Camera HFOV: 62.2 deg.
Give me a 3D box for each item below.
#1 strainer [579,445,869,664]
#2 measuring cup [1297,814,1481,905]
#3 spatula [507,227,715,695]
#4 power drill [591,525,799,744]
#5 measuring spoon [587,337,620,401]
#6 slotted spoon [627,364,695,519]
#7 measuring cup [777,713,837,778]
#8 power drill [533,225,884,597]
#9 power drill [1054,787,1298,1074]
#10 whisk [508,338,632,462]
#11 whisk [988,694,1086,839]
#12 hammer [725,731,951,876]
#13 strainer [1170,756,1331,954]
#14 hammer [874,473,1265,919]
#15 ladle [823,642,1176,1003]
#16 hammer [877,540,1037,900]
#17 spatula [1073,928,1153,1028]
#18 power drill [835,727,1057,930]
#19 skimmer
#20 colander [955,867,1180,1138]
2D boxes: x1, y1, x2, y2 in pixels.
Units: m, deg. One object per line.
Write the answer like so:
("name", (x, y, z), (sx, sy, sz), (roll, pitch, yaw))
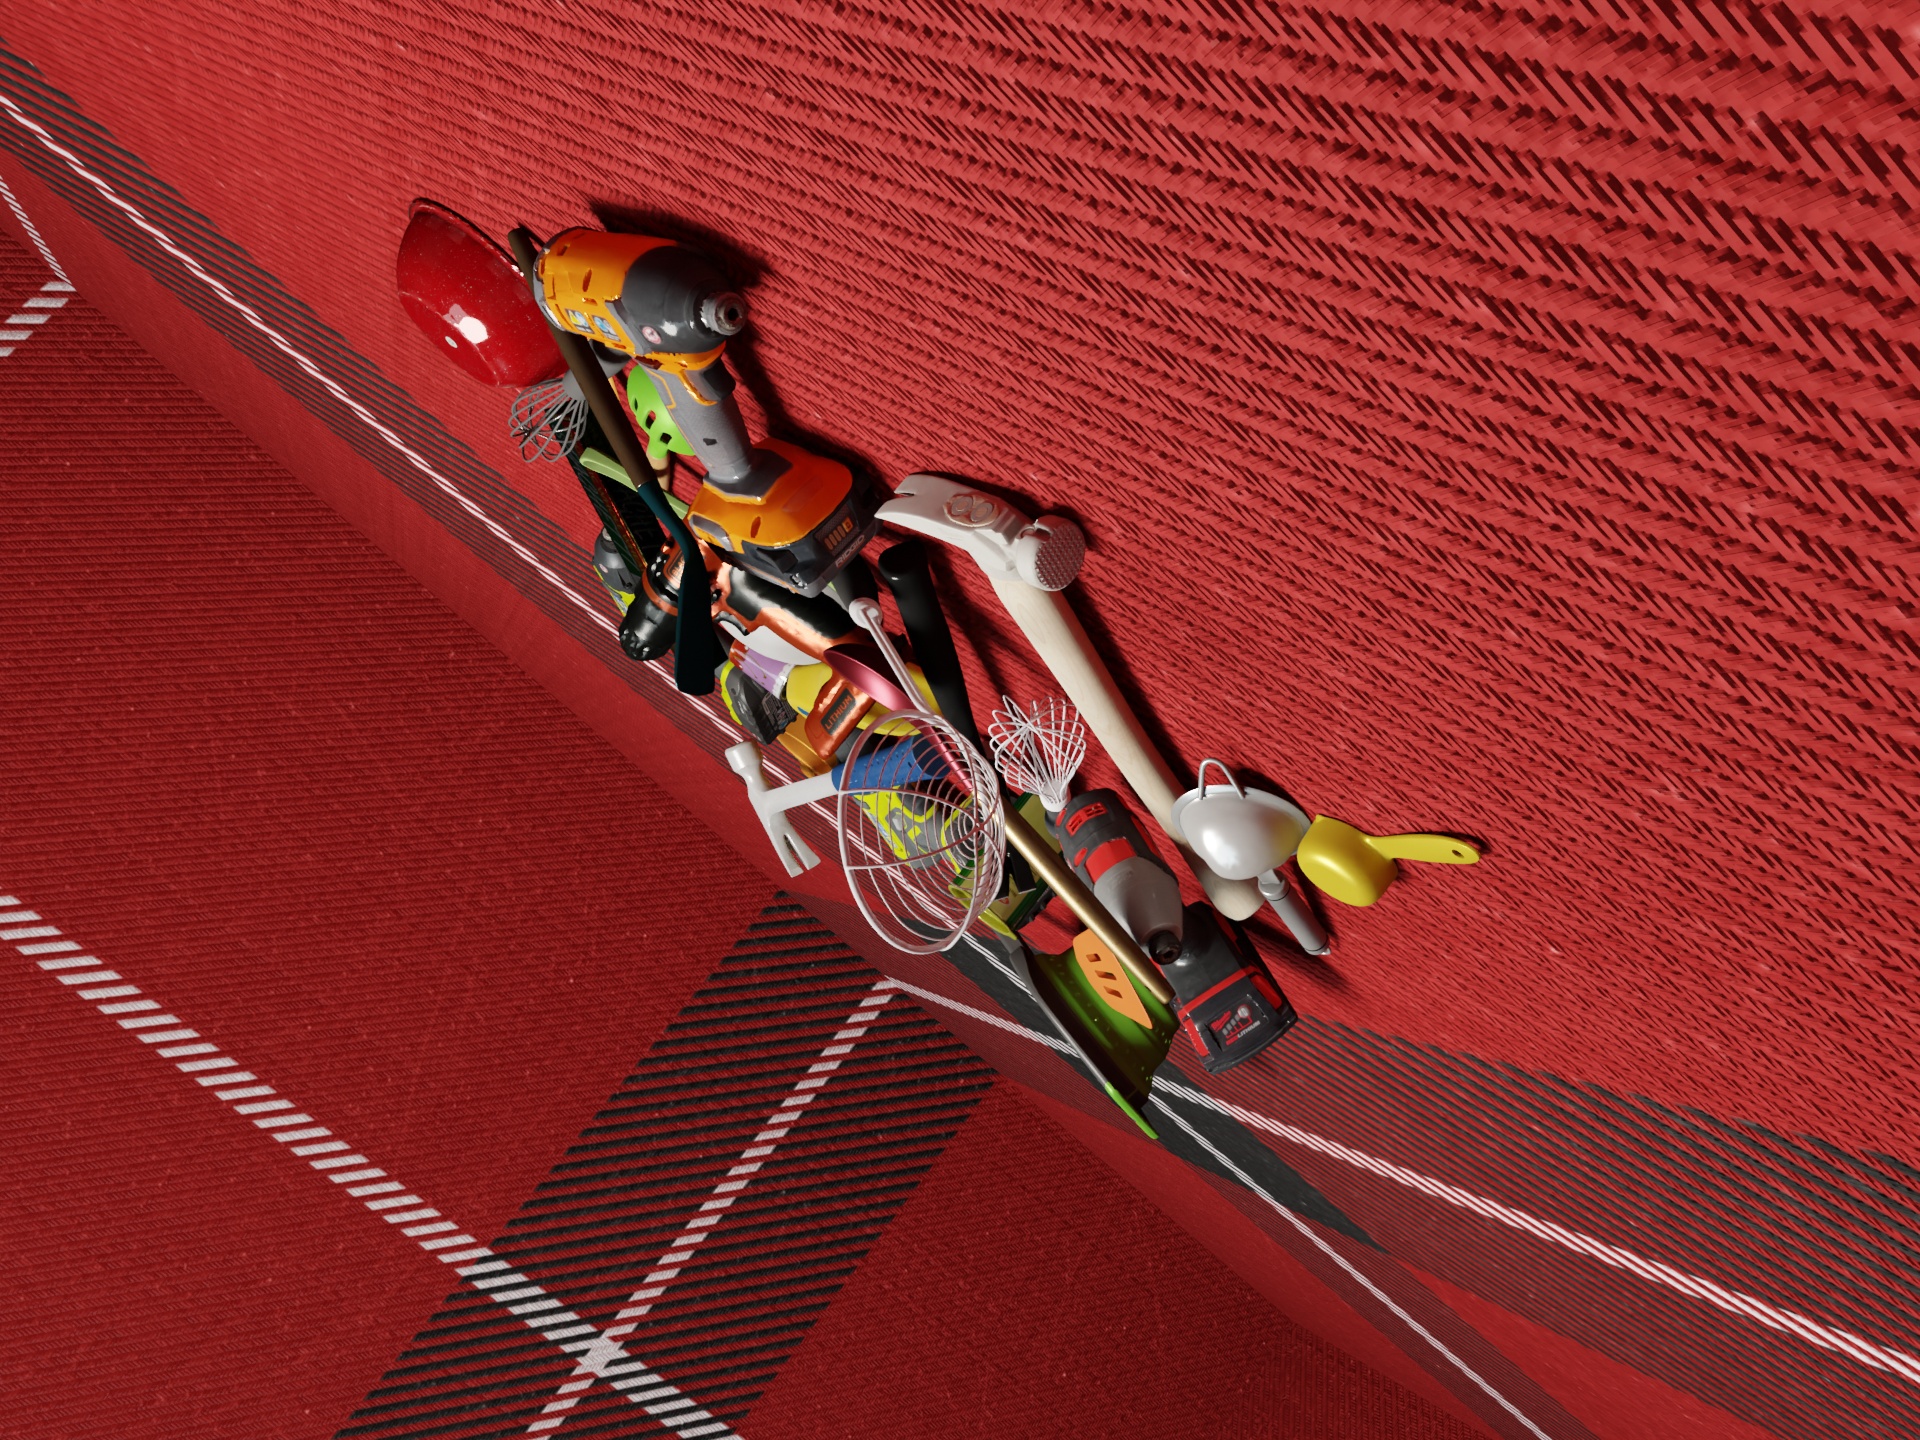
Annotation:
("strainer", (-0.185, -0.114, 1.191), (0.256, 0.069, 0.151), (31, 168, -2))
("measuring cup", (0.236, 0.081, 0.883), (0.062, 0.029, 0.156), (41, 167, -8))
("spatula", (-0.219, -0.166, 1.003), (0.317, 0.044, 0.082), (63, -173, 3))
("power drill", (-0.242, -0.088, 1.463), (0.223, 0.080, 0.171), (38, 166, 16))
("measuring spoon", (-0.251, -0.235, 1.123), (0.021, 0.011, 0.116), (52, 164, 29))
("slotted spoon", (-0.226, -0.194, 1.195), (0.070, 0.031, 0.314), (47, 167, -3))
("measuring cup", (-0.138, 0.026, 1.601), (0.095, 0.052, 0.173), (38, 167, 3))
("power drill", (-0.135, -0.178, 0.917), (0.164, 0.084, 0.226), (24, 155, 45))
("power drill", (0.151, 0.153, 1.124), (0.219, 0.078, 0.143), (49, -171, -41))
("whisk", (-0.262, -0.228, 1.088), (0.055, 0.055, 0.239), (43, 153, -17))
("whisk", (0.066, 0.046, 1.154), (0.070, 0.070, 0.284), (34, 170, 18))
("hammer", (-0.108, 0.060, 1.428), (0.405, 0.035, 0.144), (-18, 99, 62))
("strainer", (0.199, 0.104, 1.016), (0.087, 0.050, 0.258), (-3, 150, 29))
("hammer", (0.093, 0.003, 0.991), (0.146, 0.038, 0.410), (26, 161, 45))
("ladle", (0.028, 0.062, 1.024), (0.315, 0.031, 0.069), (47, 168, 4))
("hammer", (-0.002, -0.004, 1.108), (0.334, 0.035, 0.146), (70, -176, -53))
("spatula", (0.118, 0.166, 1.235), (0.081, 0.041, 0.322), (60, -170, -2))
("power drill", (-0.023, 0.084, 1.445), (0.229, 0.080, 0.190), (26, 155, 49))
("skimmer", (-0.061, -0.015, 0.936), (0.127, 0.090, 0.364), (44, -170, -38))
("colander", (0.111, 0.238, 1.597), (0.204, 0.094, 0.398), (51, 179, -41))
